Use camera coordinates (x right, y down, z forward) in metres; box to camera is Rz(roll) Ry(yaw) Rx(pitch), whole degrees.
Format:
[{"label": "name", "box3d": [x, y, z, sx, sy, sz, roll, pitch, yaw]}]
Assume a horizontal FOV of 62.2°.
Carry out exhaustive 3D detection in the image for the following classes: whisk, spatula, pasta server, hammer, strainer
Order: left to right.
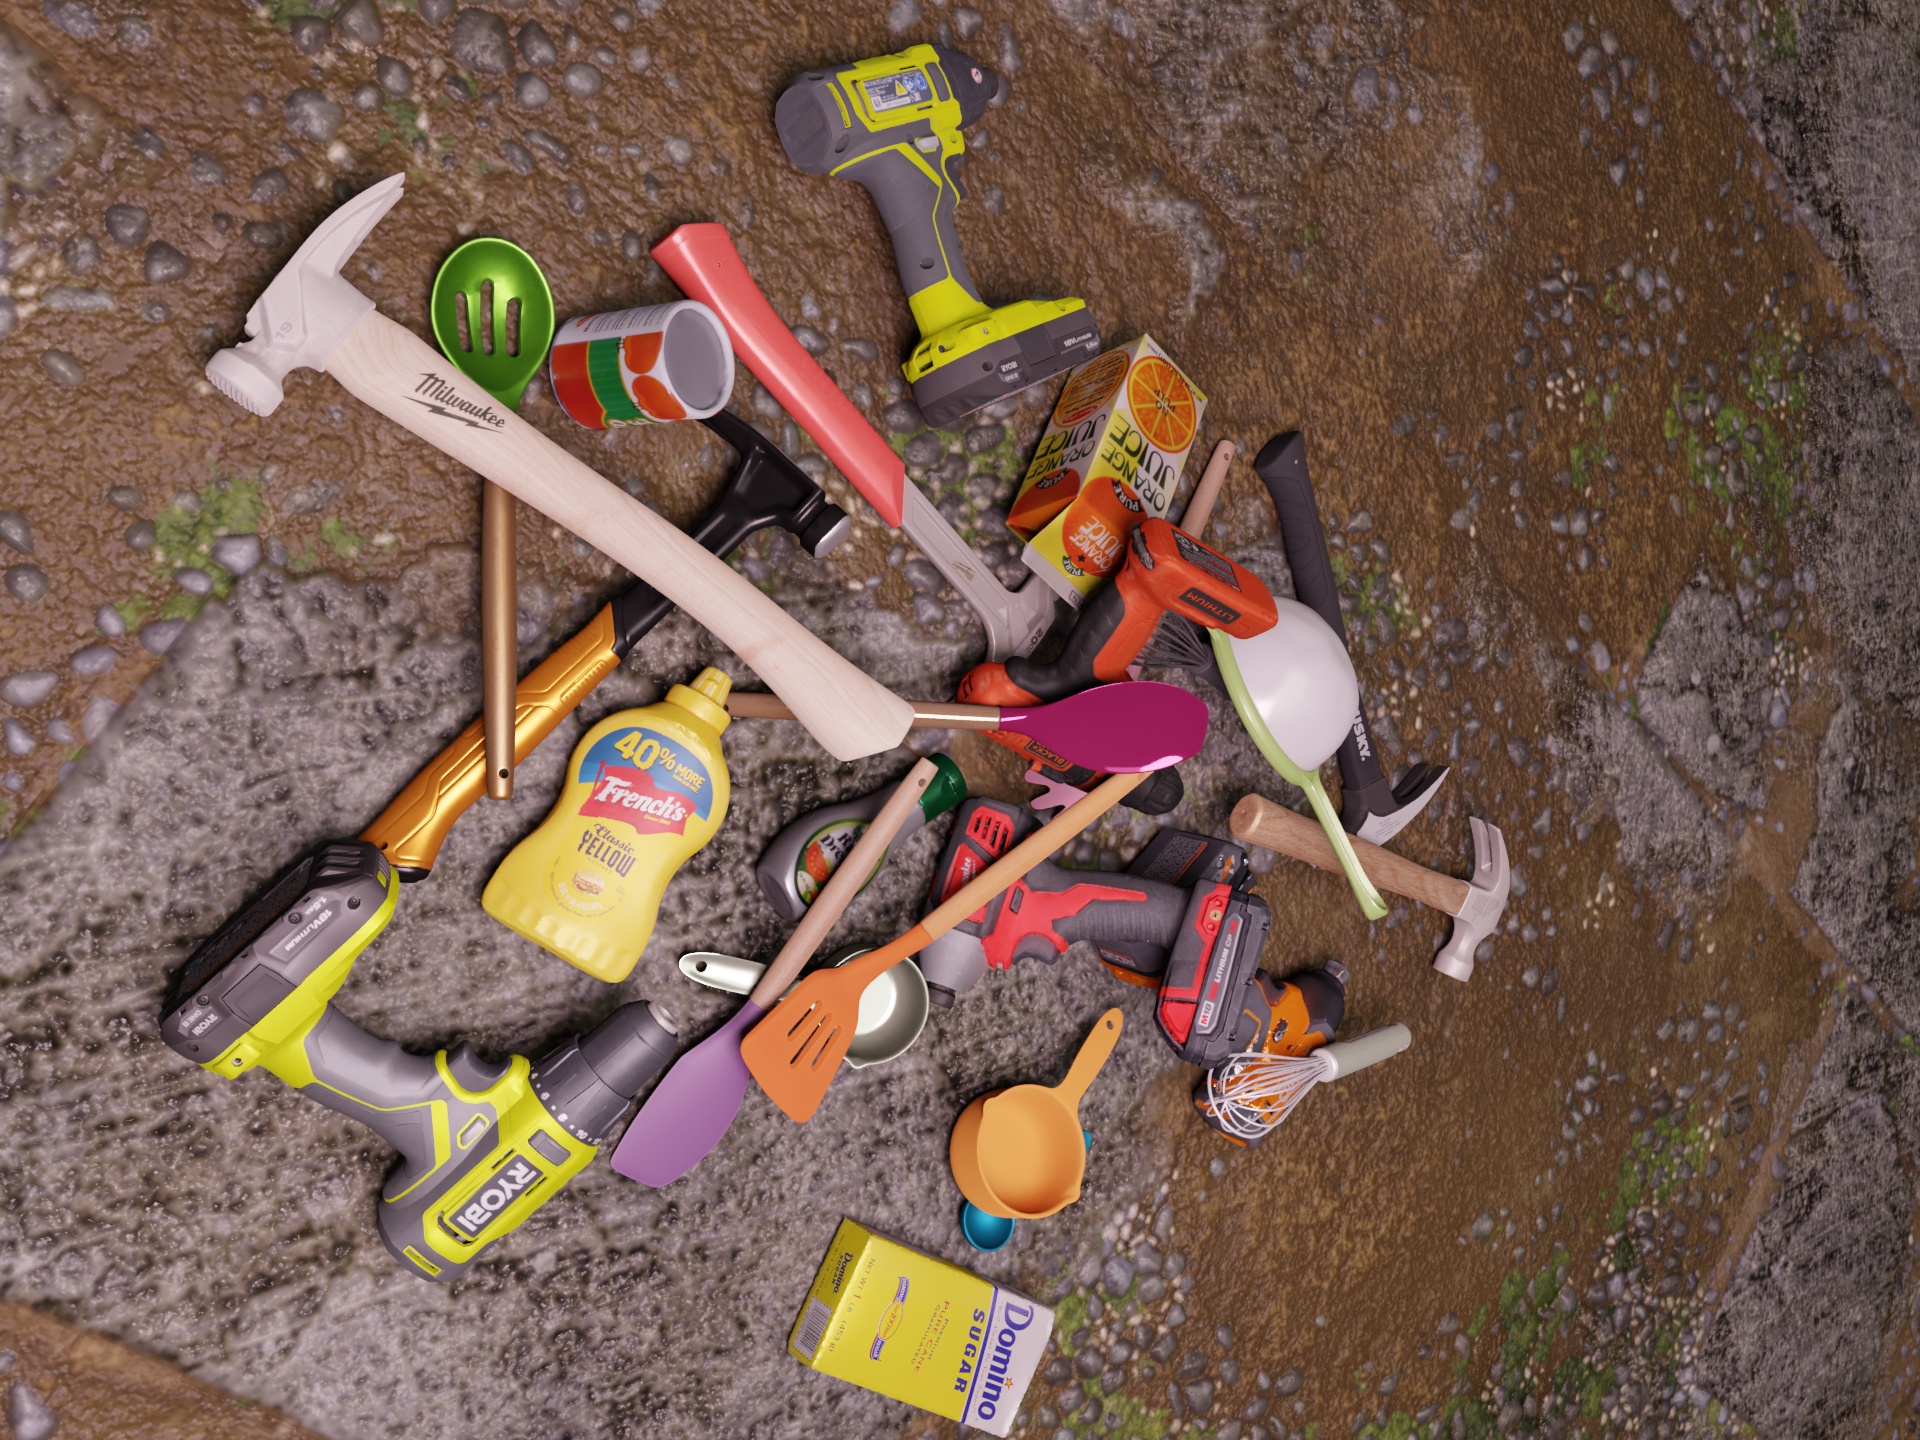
[{"label": "hammer", "box3d": [-0.221, -0.042, 0.918, 0.127, 0.034, 0.337, 42, 75, 5]}, {"label": "hammer", "box3d": [-0.189, -0.118, 0.879, 0.410, 0.038, 0.146, 37, 76, -16]}, {"label": "spatula", "box3d": [-0.108, 0.156, 0.984, 0.059, 0.018, 0.316, 35, 90, -31]}, {"label": "hammer", "box3d": [-0.069, -0.164, 1.020, 0.358, 0.037, 0.149, 47, 69, -25]}, {"label": "spatula", "box3d": [0.002, 0.124, 1.004, 0.322, 0.041, 0.081, -37, 123, -10]}, {"label": "pasta server", "box3d": [0.133, -0.071, 1.157, 0.060, 0.040, 0.316, 34, 71, -28]}, {"label": "whisk", "box3d": [0.169, -0.043, 1.142, 0.238, 0.055, 0.055, 24, 80, -49]}, {"label": "whisk", "box3d": [0.258, 0.252, 1.158, 0.246, 0.058, 0.059, -5, 66, -45]}, {"label": "strainer", "box3d": [0.264, 0.014, 1.135, 0.151, 0.069, 0.256, -7, 71, -64]}, {"label": "hammer", "box3d": [0.295, -0.062, 1.251, 0.146, 0.035, 0.334, -24, 104, -28]}, {"label": "hammer", "box3d": [0.327, 0.112, 1.245, 0.331, 0.031, 0.130, 21, 94, -38]}]

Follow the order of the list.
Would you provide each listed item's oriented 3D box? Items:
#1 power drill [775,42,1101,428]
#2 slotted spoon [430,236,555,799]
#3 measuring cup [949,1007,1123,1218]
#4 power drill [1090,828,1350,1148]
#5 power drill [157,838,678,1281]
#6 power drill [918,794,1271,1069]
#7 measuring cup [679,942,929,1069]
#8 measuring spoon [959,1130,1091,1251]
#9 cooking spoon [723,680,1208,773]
[{"label": "power drill", "box3d": [-0.003, -0.317, 1.019, 0.171, 0.080, 0.223, -31, 100, -38]}, {"label": "slotted spoon", "box3d": [-0.259, -0.112, 0.886, 0.070, 0.031, 0.314, 1, 83, -31]}, {"label": "measuring cup", "box3d": [0.058, 0.269, 1.113, 0.095, 0.052, 0.174, 47, 54, -10]}, {"label": "power drill", "box3d": [0.205, 0.188, 1.184, 0.164, 0.084, 0.226, -46, 118, -22]}, {"label": "power drill", "box3d": [-0.285, 0.173, 0.858, 0.190, 0.080, 0.228, -42, 114, -2]}, {"label": "power drill", "box3d": [0.082, 0.147, 1.050, 0.220, 0.078, 0.143, 18, 78, 10]}, {"label": "measuring cup", "box3d": [-0.102, 0.170, 1.021, 0.167, 0.038, 0.083, 17, 87, -19]}, {"label": "measuring spoon", "box3d": [0.046, 0.330, 1.130, 0.128, 0.021, 0.042, -29, 92, -36]}, {"label": "cooking spoon", "box3d": [-0.002, -0.003, 1.000, 0.319, 0.017, 0.068, 3, 121, -5]}]
